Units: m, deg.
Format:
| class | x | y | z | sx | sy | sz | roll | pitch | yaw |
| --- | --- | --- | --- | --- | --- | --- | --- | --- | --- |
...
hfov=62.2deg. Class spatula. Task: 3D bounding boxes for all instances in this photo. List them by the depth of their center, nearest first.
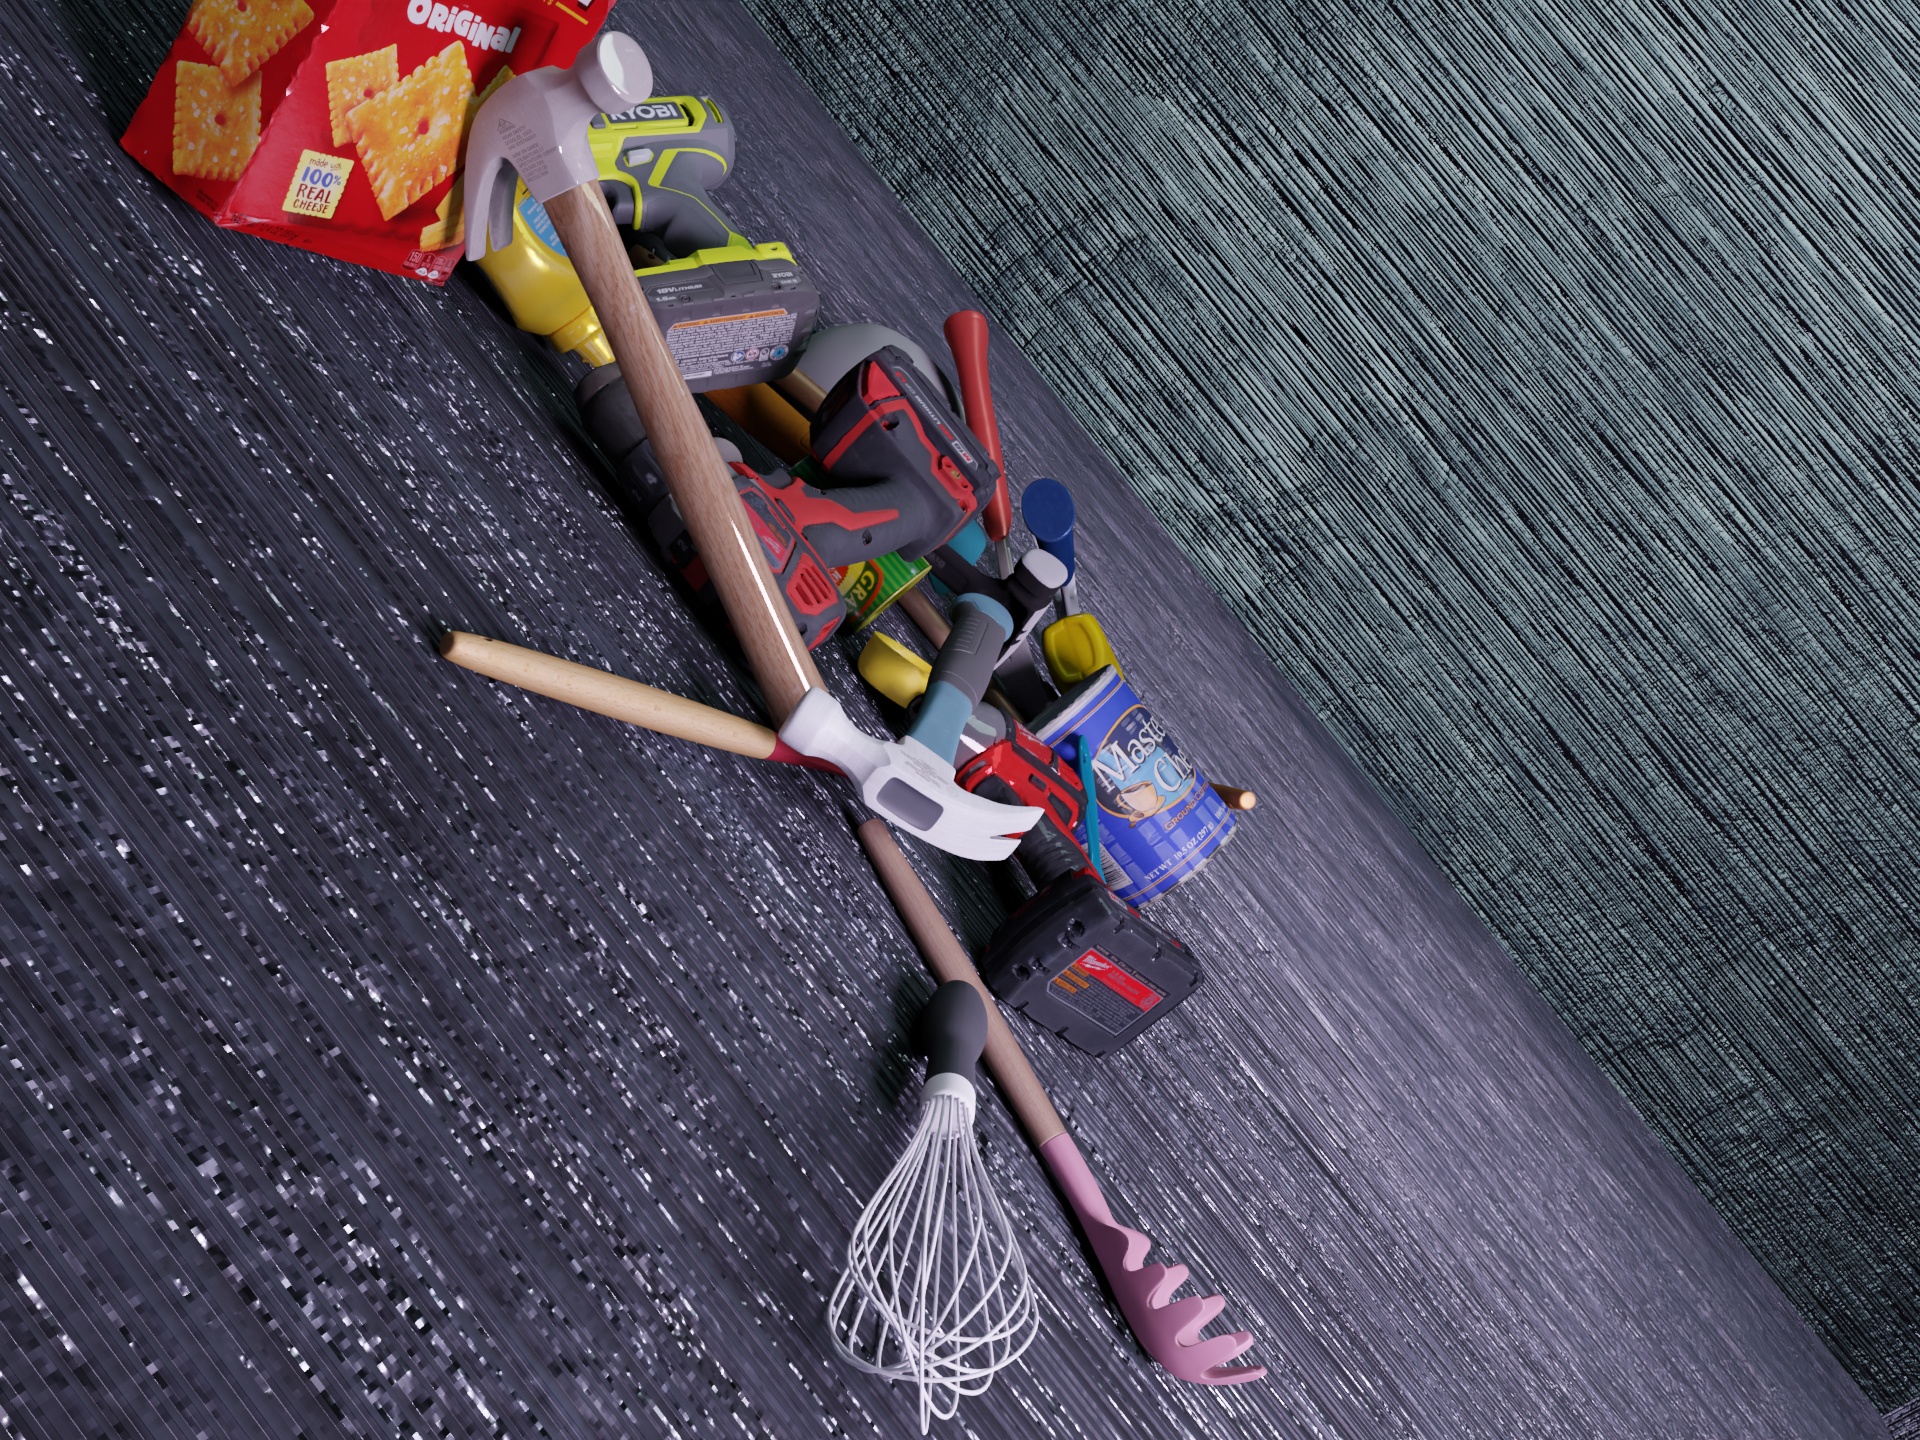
| class | x | y | z | sx | sy | sz | roll | pitch | yaw |
| --- | --- | --- | --- | --- | --- | --- | --- | --- | --- |
| spatula | -0.107 | -0.216 | 1.102 | 0.317 | 0.044 | 0.082 | 39 | 44 | -3 |
| spatula | 0.025 | -0.015 | 1.161 | 0.316 | 0.018 | 0.060 | 50 | 11 | -4 |
| spatula | 0.163 | 0.045 | 1.247 | 0.081 | 0.041 | 0.323 | 48 | -10 | -11 |

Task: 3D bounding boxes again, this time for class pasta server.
| class | x | y | z | sx | sy | sz | roll | pitch | yaw |
| --- | --- | --- | --- | --- | --- | --- | --- | --- | --- |
| pasta server | 0.036 | 0.169 | 0.745 | 0.316 | 0.040 | 0.060 | 57 | 5 | 26 |

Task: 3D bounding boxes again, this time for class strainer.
| class | x | y | z | sx | sy | sz | roll | pitch | yaw |
| --- | --- | --- | --- | --- | --- | --- | --- | --- | --- |
| strainer | -0.057 | -0.235 | 1.283 | 0.211 | 0.095 | 0.341 | 46 | 18 | -17 |

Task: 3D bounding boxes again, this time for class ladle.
| class | x | y | z | sx | sy | sz | roll | pitch | yaw |
| --- | --- | --- | --- | --- | --- | --- | --- | --- | --- |
| ladle | -0.108 | 0.006 | 0.727 | 0.069 | 0.031 | 0.315 | 28 | 3 | 36 |

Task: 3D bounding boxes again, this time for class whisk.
| class | x | y | z | sx | sy | sz | roll | pitch | yaw |
| --- | --- | --- | --- | --- | --- | --- | --- | --- | --- |
| whisk | -0.006 | 0.166 | 0.615 | 0.070 | 0.070 | 0.285 | 48 | 11 | -9 |

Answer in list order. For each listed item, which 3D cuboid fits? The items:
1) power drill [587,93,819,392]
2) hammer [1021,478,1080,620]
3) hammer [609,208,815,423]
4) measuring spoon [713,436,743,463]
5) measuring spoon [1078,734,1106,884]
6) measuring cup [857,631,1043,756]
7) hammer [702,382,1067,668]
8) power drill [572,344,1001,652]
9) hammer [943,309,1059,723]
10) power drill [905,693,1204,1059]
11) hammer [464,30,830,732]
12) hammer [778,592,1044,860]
| class | x | y | z | sx | sy | sz | roll | pitch | yaw |
| --- | --- | --- | --- | --- | --- | --- | --- | --- | --- |
| power drill | -0.201 | -0.317 | 1.028 | 0.171 | 0.080 | 0.223 | -16 | 61 | -28 |
| hammer | 0.075 | -0.119 | 1.222 | 0.405 | 0.035 | 0.144 | 49 | 30 | -81 |
| hammer | -0.155 | -0.274 | 1.146 | 0.334 | 0.035 | 0.146 | 43 | 41 | -5 |
| measuring spoon | -0.151 | -0.151 | 0.982 | 0.034 | 0.018 | 0.124 | 46 | 17 | -18 |
| measuring spoon | 0.076 | 0.072 | 1.020 | 0.042 | 0.021 | 0.129 | 31 | 52 | -61 |
| measuring cup | -0.002 | -0.003 | 1.005 | 0.156 | 0.029 | 0.062 | 35 | 6 | -28 |
| hammer | -0.087 | -0.161 | 1.067 | 0.337 | 0.127 | 0.034 | 41 | 40 | 4 |
| power drill | -0.097 | -0.144 | 0.909 | 0.188 | 0.080 | 0.227 | 50 | 41 | 0 |
| hammer | 0.024 | -0.180 | 1.242 | 0.149 | 0.036 | 0.359 | 59 | 20 | -61 |
| power drill | 0.041 | 0.074 | 0.911 | 0.143 | 0.078 | 0.220 | 38 | 17 | -39 |
| hammer | -0.140 | -0.142 | 0.766 | 0.031 | 0.130 | 0.331 | -43 | 117 | -48 |
| hammer | -0.006 | -0.015 | 0.872 | 0.128 | 0.033 | 0.331 | 36 | 19 | -5 |
